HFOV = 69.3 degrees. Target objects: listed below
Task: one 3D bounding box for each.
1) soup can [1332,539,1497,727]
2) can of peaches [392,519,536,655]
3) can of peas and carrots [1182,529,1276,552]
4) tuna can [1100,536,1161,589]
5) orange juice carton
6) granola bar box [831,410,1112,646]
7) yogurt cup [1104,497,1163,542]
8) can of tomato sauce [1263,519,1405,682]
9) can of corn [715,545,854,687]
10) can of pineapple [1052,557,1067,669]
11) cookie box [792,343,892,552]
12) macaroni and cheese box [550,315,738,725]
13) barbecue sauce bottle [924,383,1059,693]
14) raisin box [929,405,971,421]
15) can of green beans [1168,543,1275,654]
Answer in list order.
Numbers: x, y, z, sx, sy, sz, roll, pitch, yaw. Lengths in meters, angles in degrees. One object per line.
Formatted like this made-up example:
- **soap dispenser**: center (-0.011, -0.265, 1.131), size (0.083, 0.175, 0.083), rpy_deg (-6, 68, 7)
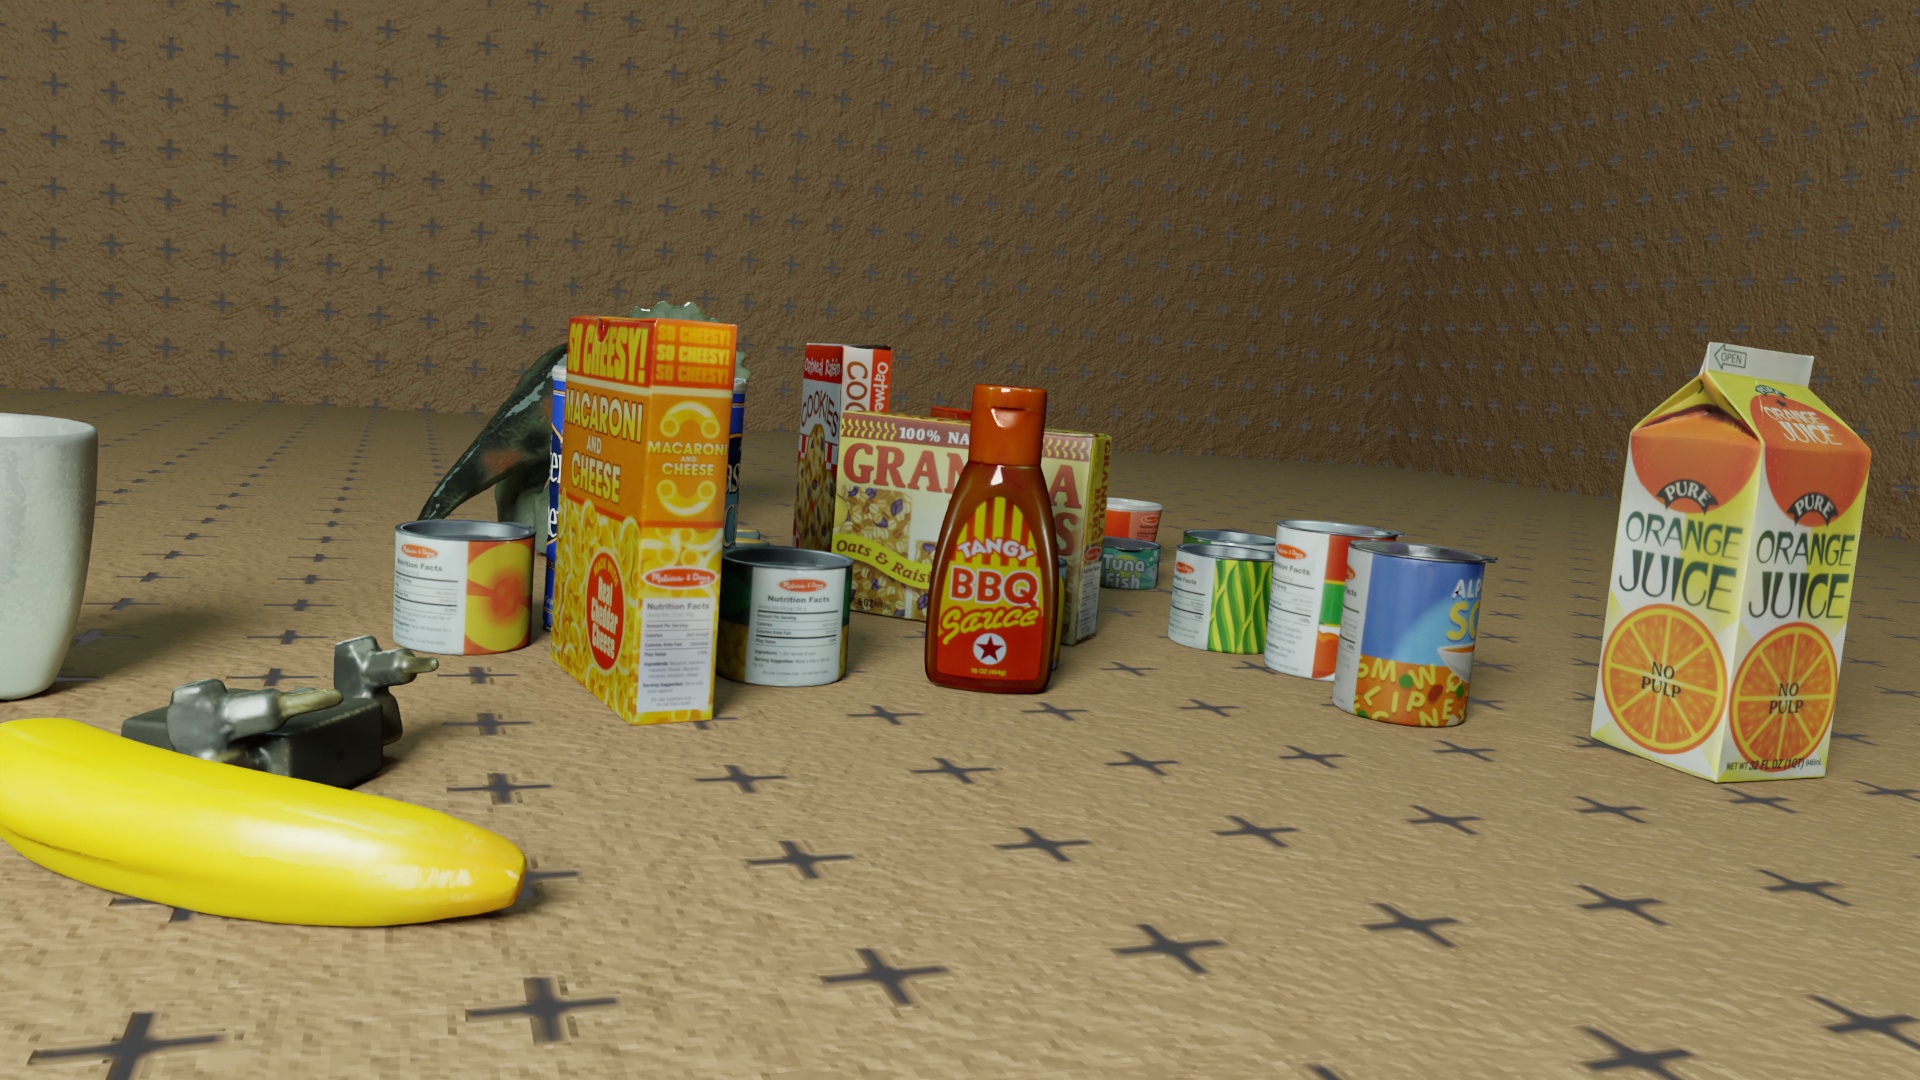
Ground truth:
- **soup can**: center (0.227, 0.046, 0.696), size (0.071, 0.083, 0.071), rpy_deg (4, 7, 0)
- **can of peaches**: center (-0.245, 0.022, 0.692), size (0.071, 0.058, 0.071), rpy_deg (4, 7, 0)
- **can of peas and carrots**: center (0.180, 0.025, 0.935), size (0.071, 0.058, 0.071), rpy_deg (4, 7, 0)
- **tuna can**: center (0.121, 0.017, 1.067), size (0.071, 0.032, 0.071), rpy_deg (4, 7, 0)
- **orange juice carton**: center (0.356, 0.008, 0.640), size (0.072, 0.192, 0.073), rpy_deg (2, 7, -22)
- **granola bar box**: center (0.003, -0.011, 0.843), size (0.165, 0.124, 0.039), rpy_deg (7, 7, 23)
- **yogurt cup**: center (0.137, -0.007, 1.186), size (0.072, 0.054, 0.072), rpy_deg (4, 7, 0)
- **can of tomato sauce**: center (0.211, 0.033, 0.788), size (0.071, 0.083, 0.071), rpy_deg (4, 7, 0)
- **can of corn**: center (-0.087, 0.036, 0.681), size (0.071, 0.058, 0.071), rpy_deg (4, 7, 0)
- **can of pineapple**: center (0.024, 0.037, 0.745), size (0.071, 0.057, 0.071), rpy_deg (4, 7, 0)
- **cookie box**: center (-0.090, -0.065, 1.050), size (0.040, 0.167, 0.123), rpy_deg (2, 7, -20)
- **macaroni and cheese box**: center (-0.144, -0.015, 0.615), size (0.040, 0.166, 0.124), rpy_deg (1, 8, -32)
- **barbecue sauce bottle**: center (0.019, -0.002, 0.682), size (0.065, 0.148, 0.044), rpy_deg (5, 6, 3)
- **raisin box**: center (0.013, -0.042, 1.107), size (0.086, 0.123, 0.040), rpy_deg (11, 9, 43)
- **can of green beans**: center (0.162, 0.035, 0.848), size (0.071, 0.057, 0.071), rpy_deg (4, 7, 0)
